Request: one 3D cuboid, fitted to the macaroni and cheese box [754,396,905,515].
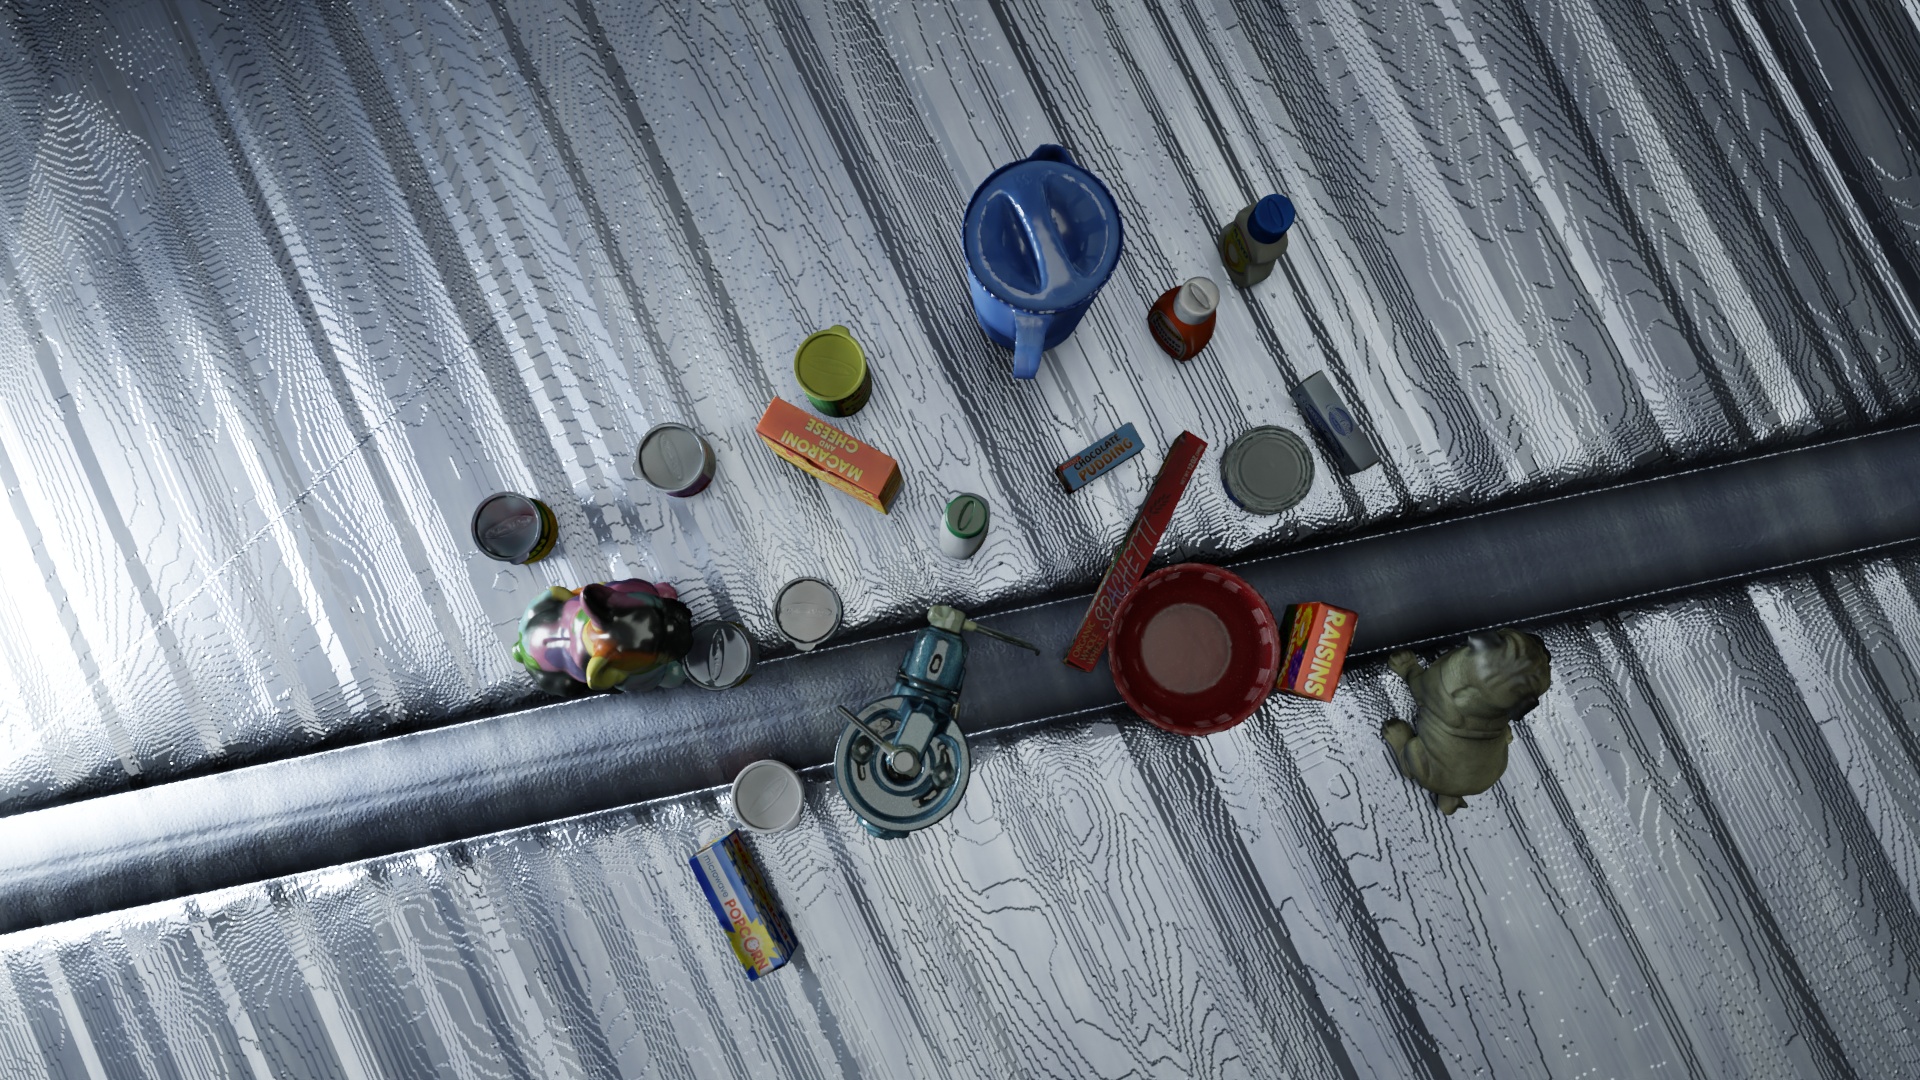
[{"bbox_3d":[-0.115,-0.074,1.274,0.124,0.166,0.040,28,86,2],"label":"macaroni and cheese box"}]

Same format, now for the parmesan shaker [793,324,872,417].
[{"bbox_3d":[-0.117,-0.158,1.313,0.071,0.103,0.071,0,86,0],"label":"parmesan shaker"}]

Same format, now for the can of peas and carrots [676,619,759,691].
[{"bbox_3d":[-0.229,0.109,1.313,0.071,0.058,0.071,0,85,0],"label":"can of peas and carrots"}]

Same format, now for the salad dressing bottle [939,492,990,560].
[{"bbox_3d":[0.005,-0.016,1.279,0.044,0.147,0.064,23,86,2],"label":"salad dressing bottle"}]

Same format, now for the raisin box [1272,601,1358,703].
[{"bbox_3d":[0.322,0.103,1.281,0.040,0.123,0.086,19,86,2],"label":"raisin box"}]

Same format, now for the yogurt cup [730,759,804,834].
[{"bbox_3d":[-0.178,0.238,1.304,0.072,0.054,0.072,0,85,0],"label":"yogurt cup"}]

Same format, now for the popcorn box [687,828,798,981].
[{"bbox_3d":[-0.199,0.334,1.281,0.038,0.085,0.126,-28,86,-2],"label":"popcorn box"}]

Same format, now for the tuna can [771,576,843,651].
[{"bbox_3d":[-0.146,0.070,1.329,0.071,0.033,0.071,0,85,0],"label":"tuna can"}]

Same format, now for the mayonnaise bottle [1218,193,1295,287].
[{"bbox_3d":[0.278,-0.285,1.301,0.041,0.148,0.065,-23,86,-1],"label":"mayonnaise bottle"}]

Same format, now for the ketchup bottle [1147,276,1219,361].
[{"bbox_3d":[0.211,-0.211,1.295,0.043,0.148,0.065,-38,87,-2],"label":"ketchup bottle"}]

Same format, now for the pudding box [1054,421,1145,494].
[{"bbox_3d":[0.133,-0.079,1.333,0.084,0.049,0.030,-31,86,-2],"label":"pudding box"}]

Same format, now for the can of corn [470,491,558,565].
[{"bbox_3d":[-0.422,-0.009,1.323,0.071,0.058,0.071,0,85,0],"label":"can of corn"}]

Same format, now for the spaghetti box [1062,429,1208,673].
[{"bbox_3d":[0.165,0.013,1.325,0.029,0.050,0.250,27,86,2],"label":"spaghetti box"}]

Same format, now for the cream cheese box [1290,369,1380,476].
[{"bbox_3d":[0.359,-0.111,1.334,0.024,0.053,0.104,-32,86,-2],"label":"cream cheese box"}]

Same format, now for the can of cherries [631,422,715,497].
[{"bbox_3d":[-0.274,-0.076,1.329,0.071,0.058,0.071,0,85,0],"label":"can of cherries"}]
